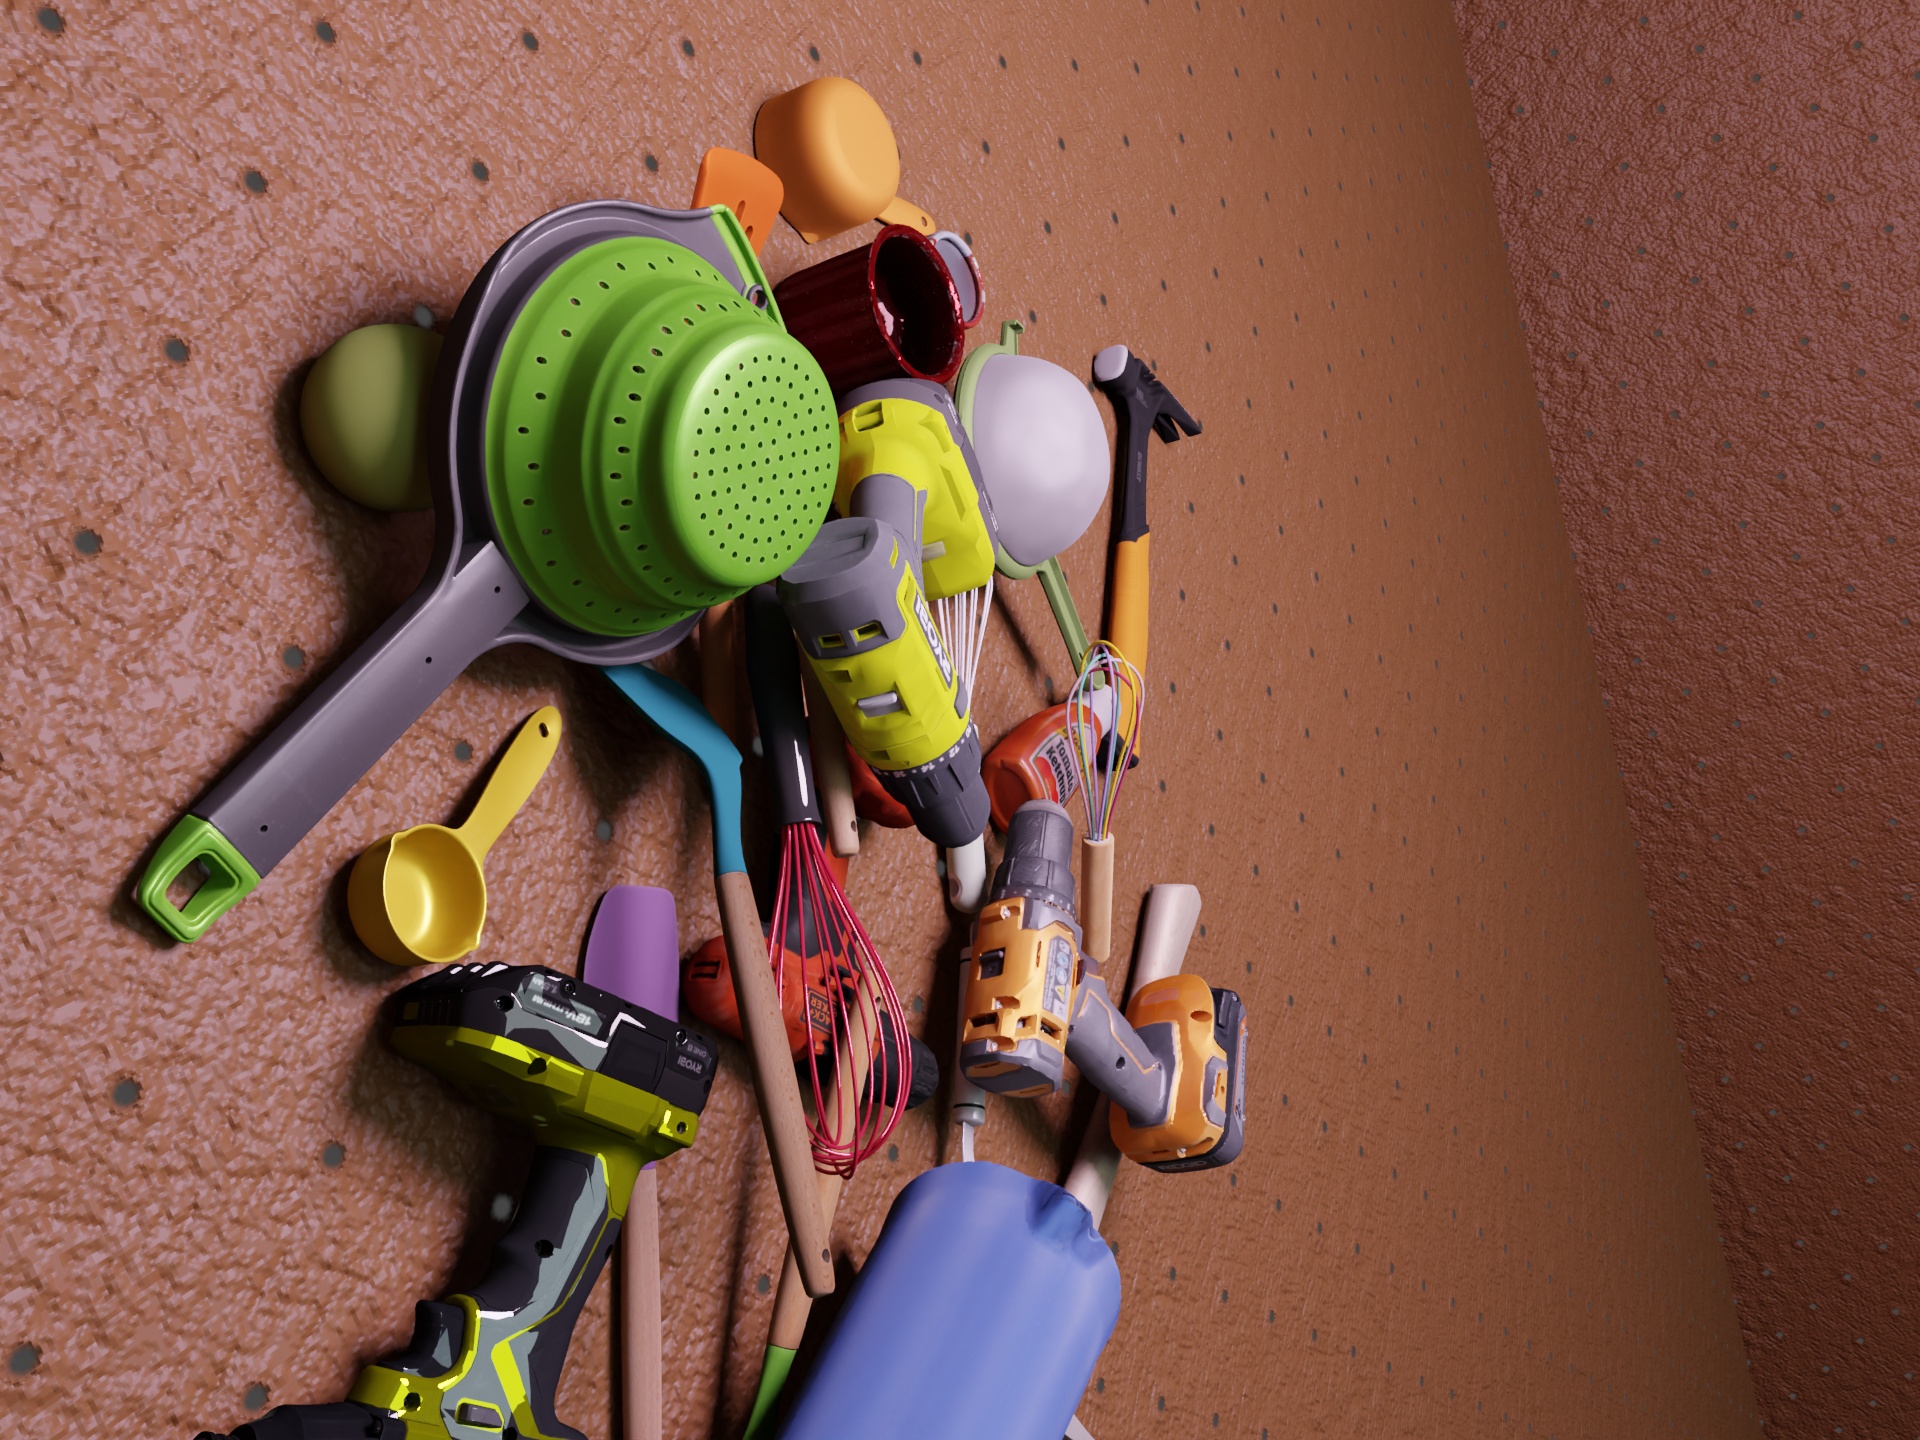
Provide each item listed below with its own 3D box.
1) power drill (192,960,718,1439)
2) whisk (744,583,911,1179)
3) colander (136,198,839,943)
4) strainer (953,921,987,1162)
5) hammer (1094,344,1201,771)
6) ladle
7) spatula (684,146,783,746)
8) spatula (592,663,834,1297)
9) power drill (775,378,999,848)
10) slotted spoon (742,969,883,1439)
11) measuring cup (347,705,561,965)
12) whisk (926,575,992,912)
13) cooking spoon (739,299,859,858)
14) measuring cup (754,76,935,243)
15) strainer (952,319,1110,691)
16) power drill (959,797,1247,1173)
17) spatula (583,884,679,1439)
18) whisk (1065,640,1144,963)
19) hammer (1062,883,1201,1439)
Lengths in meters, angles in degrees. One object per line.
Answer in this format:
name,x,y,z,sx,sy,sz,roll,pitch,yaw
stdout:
power drill,-0.190,0.216,0.627,0.171,0.080,0.223,35,57,-39
whisk,-0.075,0.070,0.767,0.073,0.073,0.296,15,59,-54
colander,-0.160,-0.061,0.651,0.397,0.094,0.204,-55,142,-30
strainer,0.004,0.242,0.942,0.086,0.050,0.259,42,43,-51
hammer,0.135,-0.118,1.230,0.127,0.034,0.337,33,56,-47
ladle,-0.185,-0.167,0.771,0.320,0.062,0.078,-40,116,-60
spatula,-0.119,-0.119,0.809,0.081,0.041,0.322,-13,102,-69
spatula,-0.105,0.099,0.715,0.082,0.044,0.318,27,41,-57
power drill,-0.027,-0.061,0.854,0.229,0.080,0.190,-87,158,-50
slotted spoon,-0.080,0.275,0.767,0.070,0.031,0.314,38,62,-56
measuring cup,-0.214,0.044,0.688,0.062,0.029,0.157,63,26,-28
whisk,-0.002,-0.003,0.990,0.059,0.058,0.246,-4,89,-26
cooking spoon,-0.084,-0.082,0.844,0.068,0.017,0.319,22,55,-61
measuring cup,-0.051,-0.337,0.988,0.173,0.052,0.095,4,79,-54
strainer,0.072,-0.125,1.030,0.256,0.069,0.152,67,30,-31
power drill,0.091,0.170,1.004,0.226,0.084,0.185,37,47,-36
spatula,-0.150,0.234,0.734,0.059,0.018,0.316,11,72,-52
whisk,0.093,0.061,1.053,0.051,0.047,0.244,-45,141,-53
hammer,0.107,0.278,1.089,0.146,0.038,0.411,60,39,-31
